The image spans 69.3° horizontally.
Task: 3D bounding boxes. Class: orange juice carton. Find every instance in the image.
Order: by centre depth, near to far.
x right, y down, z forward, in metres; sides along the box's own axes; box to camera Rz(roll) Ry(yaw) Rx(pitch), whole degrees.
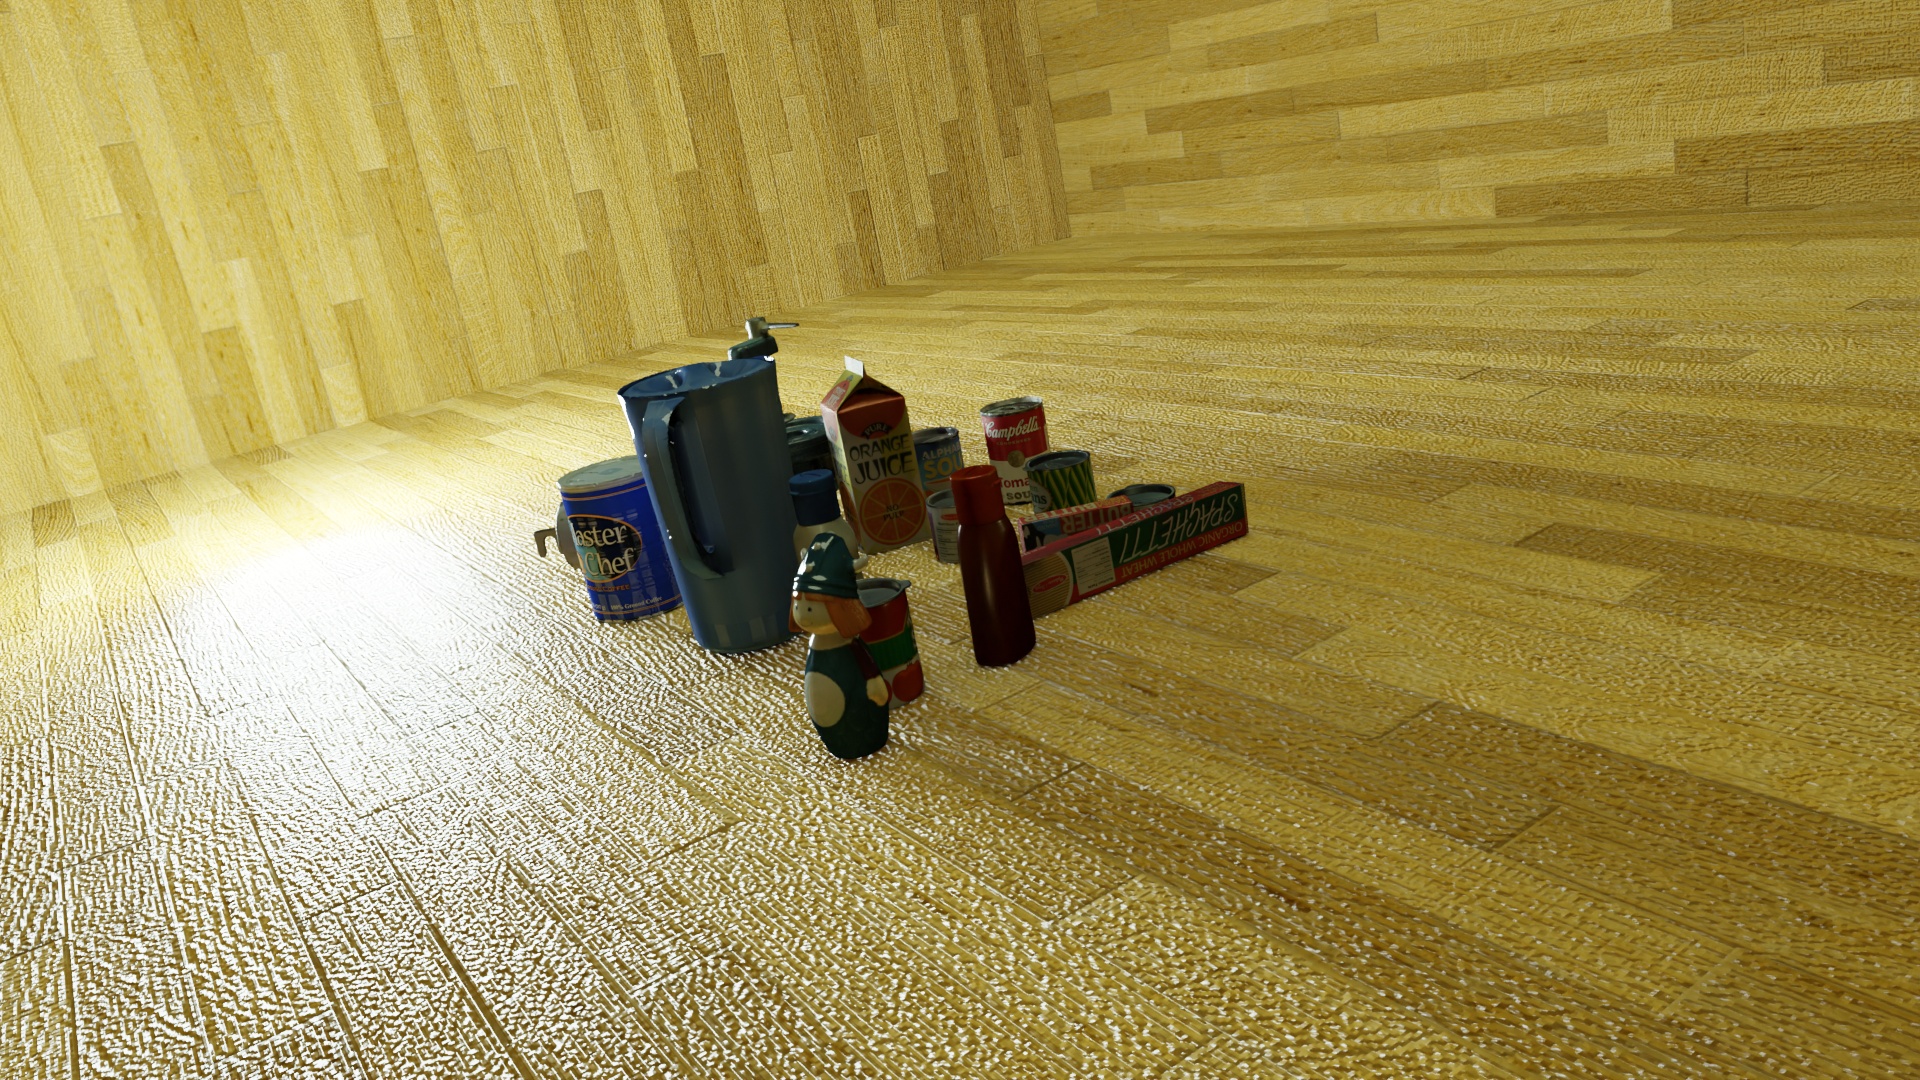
[{"bbox_3d":[-0.088,-0.090,1.394,0.073,0.192,0.072,-15,17,-14],"label":"orange juice carton"}]

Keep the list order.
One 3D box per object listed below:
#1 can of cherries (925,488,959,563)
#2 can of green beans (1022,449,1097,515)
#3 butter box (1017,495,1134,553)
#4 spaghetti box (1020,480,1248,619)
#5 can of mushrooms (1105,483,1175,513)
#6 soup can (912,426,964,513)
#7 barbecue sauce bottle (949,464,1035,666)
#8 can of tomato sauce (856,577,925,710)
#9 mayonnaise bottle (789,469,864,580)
[{"bbox_3d":[0.005,-0.017,1.332,0.071,0.058,0.072,-10,17,3],"label":"can of cherries"},{"bbox_3d":[0.102,-0.054,1.394,0.071,0.057,0.071,-10,17,3],"label":"can of green beans"},{"bbox_3d":[0.105,-0.003,1.238,0.103,0.053,0.024,-13,17,-6],"label":"butter box"},{"bbox_3d":[0.144,0.007,1.188,0.251,0.050,0.029,-20,19,-27],"label":"spaghetti box"},{"bbox_3d":[0.172,-0.030,1.314,0.071,0.033,0.071,-10,17,3],"label":"can of mushrooms"},{"bbox_3d":[-0.026,-0.073,1.488,0.071,0.083,0.071,-10,17,3],"label":"soup can"},{"bbox_3d":[0.023,0.018,1.059,0.043,0.148,0.065,-3,18,24],"label":"barbecue sauce bottle"},{"bbox_3d":[-0.064,0.077,1.033,0.071,0.082,0.071,-10,17,3],"label":"can of tomato sauce"},{"bbox_3d":[-0.107,0.017,1.142,0.041,0.147,0.065,-23,21,-36],"label":"mayonnaise bottle"}]
